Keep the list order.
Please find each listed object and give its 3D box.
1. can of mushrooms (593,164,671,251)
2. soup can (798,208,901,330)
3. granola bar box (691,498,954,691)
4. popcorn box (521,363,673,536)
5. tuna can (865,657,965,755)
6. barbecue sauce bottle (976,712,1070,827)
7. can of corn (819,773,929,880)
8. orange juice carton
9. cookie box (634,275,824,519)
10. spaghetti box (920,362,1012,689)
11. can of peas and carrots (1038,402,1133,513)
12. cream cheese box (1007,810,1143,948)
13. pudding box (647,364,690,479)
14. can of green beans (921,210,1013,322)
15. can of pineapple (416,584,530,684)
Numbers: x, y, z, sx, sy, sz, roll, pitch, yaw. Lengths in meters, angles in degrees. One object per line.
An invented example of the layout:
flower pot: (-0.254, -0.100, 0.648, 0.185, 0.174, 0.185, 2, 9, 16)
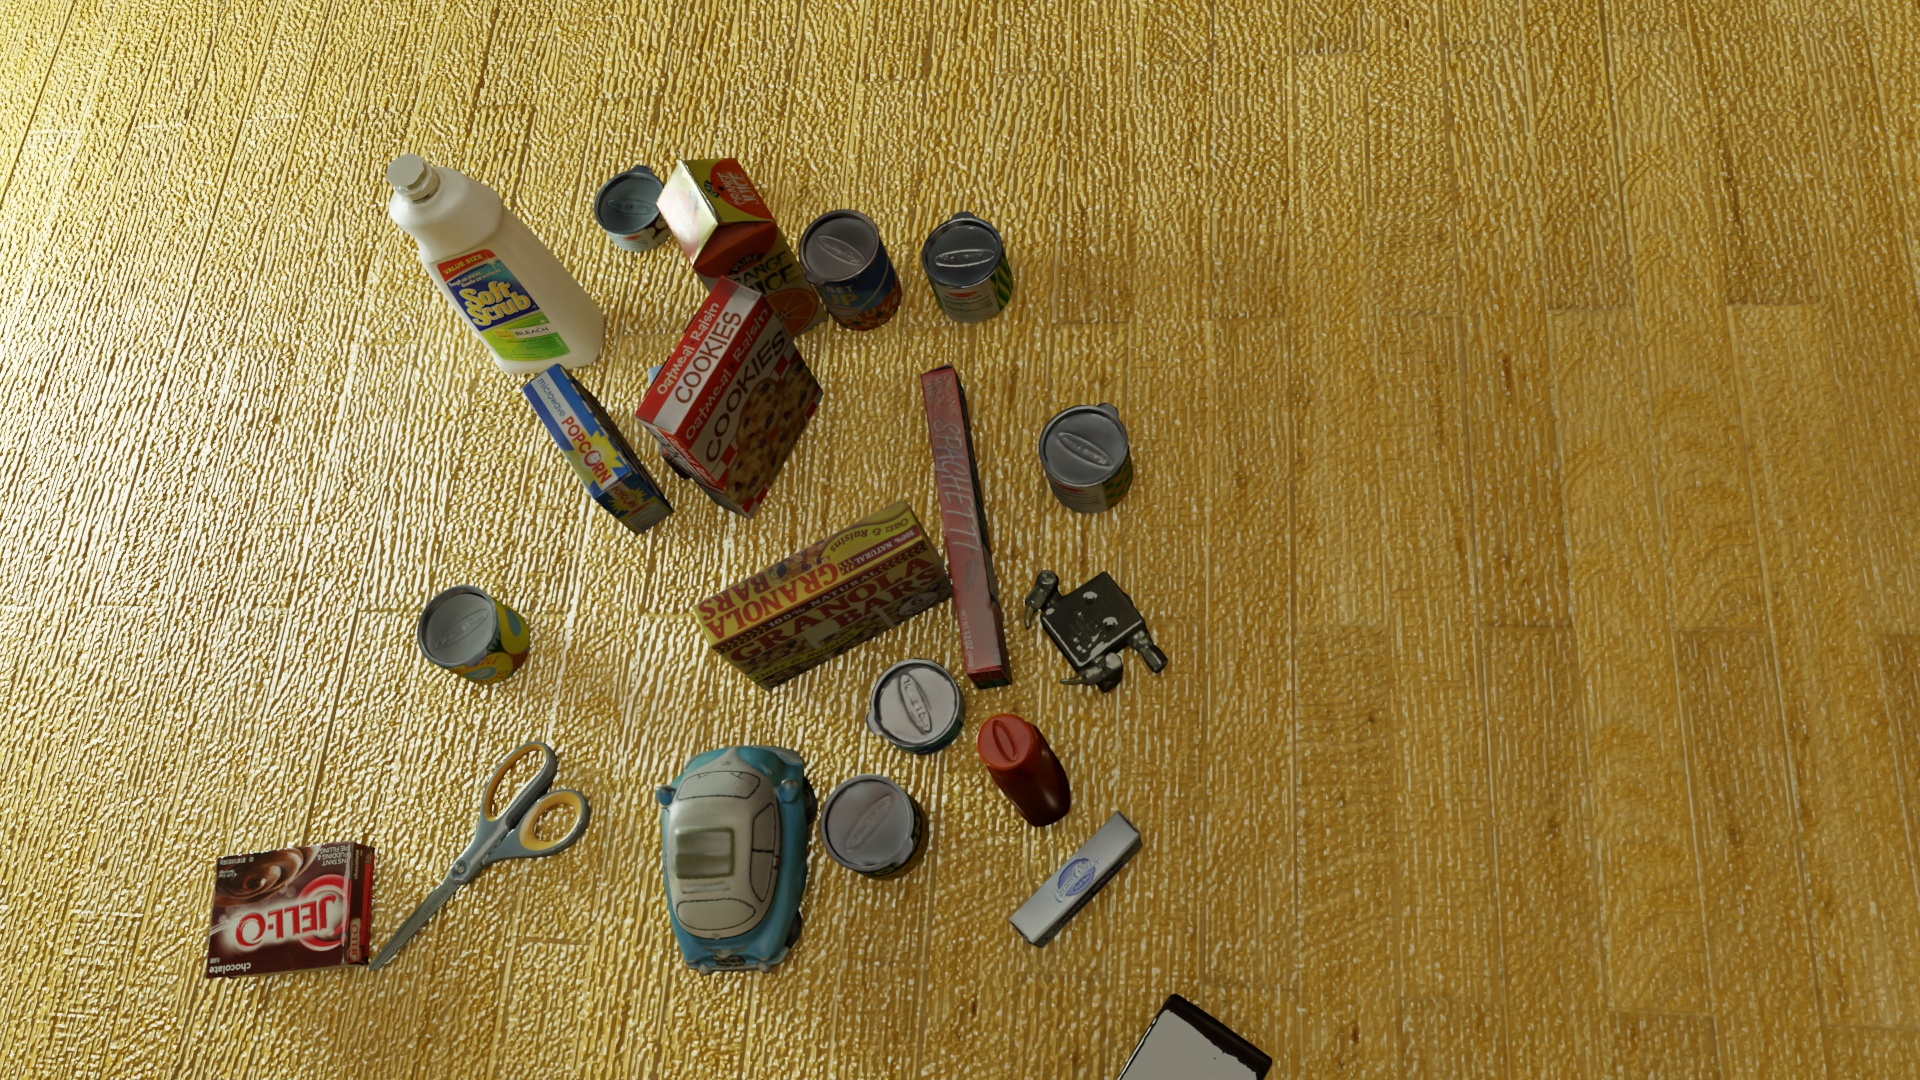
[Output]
can of mushrooms: (-0.283, -0.290, 1.217, 0.071, 0.033, 0.071, -4, 69, 10)
soup can: (-0.089, -0.215, 1.123, 0.071, 0.083, 0.071, -4, 69, 10)
granola bar box: (-0.093, 0.043, 1.002, 0.165, 0.124, 0.039, -27, 67, 0)
popcorn box: (-0.289, -0.072, 1.106, 0.038, 0.085, 0.127, -37, 67, -4)
tuna can: (-0.032, 0.122, 1.009, 0.071, 0.032, 0.071, -4, 69, 10)
barbecue sauce bottle: (0.041, 0.148, 0.922, 0.044, 0.148, 0.065, -24, 67, 2)
can of corn: (-0.057, 0.203, 0.970, 0.071, 0.058, 0.071, -4, 69, 10)
orange juice carton: (-0.174, -0.227, 1.085, 0.073, 0.192, 0.072, -30, 67, -1)
cookie box: (-0.170, -0.104, 1.051, 0.040, 0.167, 0.123, 24, 76, 18)
spaghetti box: (0.004, -0.013, 1.045, 0.029, 0.050, 0.251, -12, 67, 7)
can of peas and carrots: (0.096, -0.062, 1.041, 0.071, 0.058, 0.071, -4, 69, 10)
cream cheese box: (0.080, 0.229, 0.935, 0.104, 0.053, 0.024, -43, 68, -7)
pudding box: (-0.226, -0.098, 1.123, 0.030, 0.049, 0.084, -16, 67, 5)
can of green beans: (0.006, -0.217, 1.119, 0.071, 0.057, 0.071, -4, 69, 10)
can of pineapple: (-0.378, 0.076, 1.082, 0.071, 0.057, 0.071, -4, 69, 10)
